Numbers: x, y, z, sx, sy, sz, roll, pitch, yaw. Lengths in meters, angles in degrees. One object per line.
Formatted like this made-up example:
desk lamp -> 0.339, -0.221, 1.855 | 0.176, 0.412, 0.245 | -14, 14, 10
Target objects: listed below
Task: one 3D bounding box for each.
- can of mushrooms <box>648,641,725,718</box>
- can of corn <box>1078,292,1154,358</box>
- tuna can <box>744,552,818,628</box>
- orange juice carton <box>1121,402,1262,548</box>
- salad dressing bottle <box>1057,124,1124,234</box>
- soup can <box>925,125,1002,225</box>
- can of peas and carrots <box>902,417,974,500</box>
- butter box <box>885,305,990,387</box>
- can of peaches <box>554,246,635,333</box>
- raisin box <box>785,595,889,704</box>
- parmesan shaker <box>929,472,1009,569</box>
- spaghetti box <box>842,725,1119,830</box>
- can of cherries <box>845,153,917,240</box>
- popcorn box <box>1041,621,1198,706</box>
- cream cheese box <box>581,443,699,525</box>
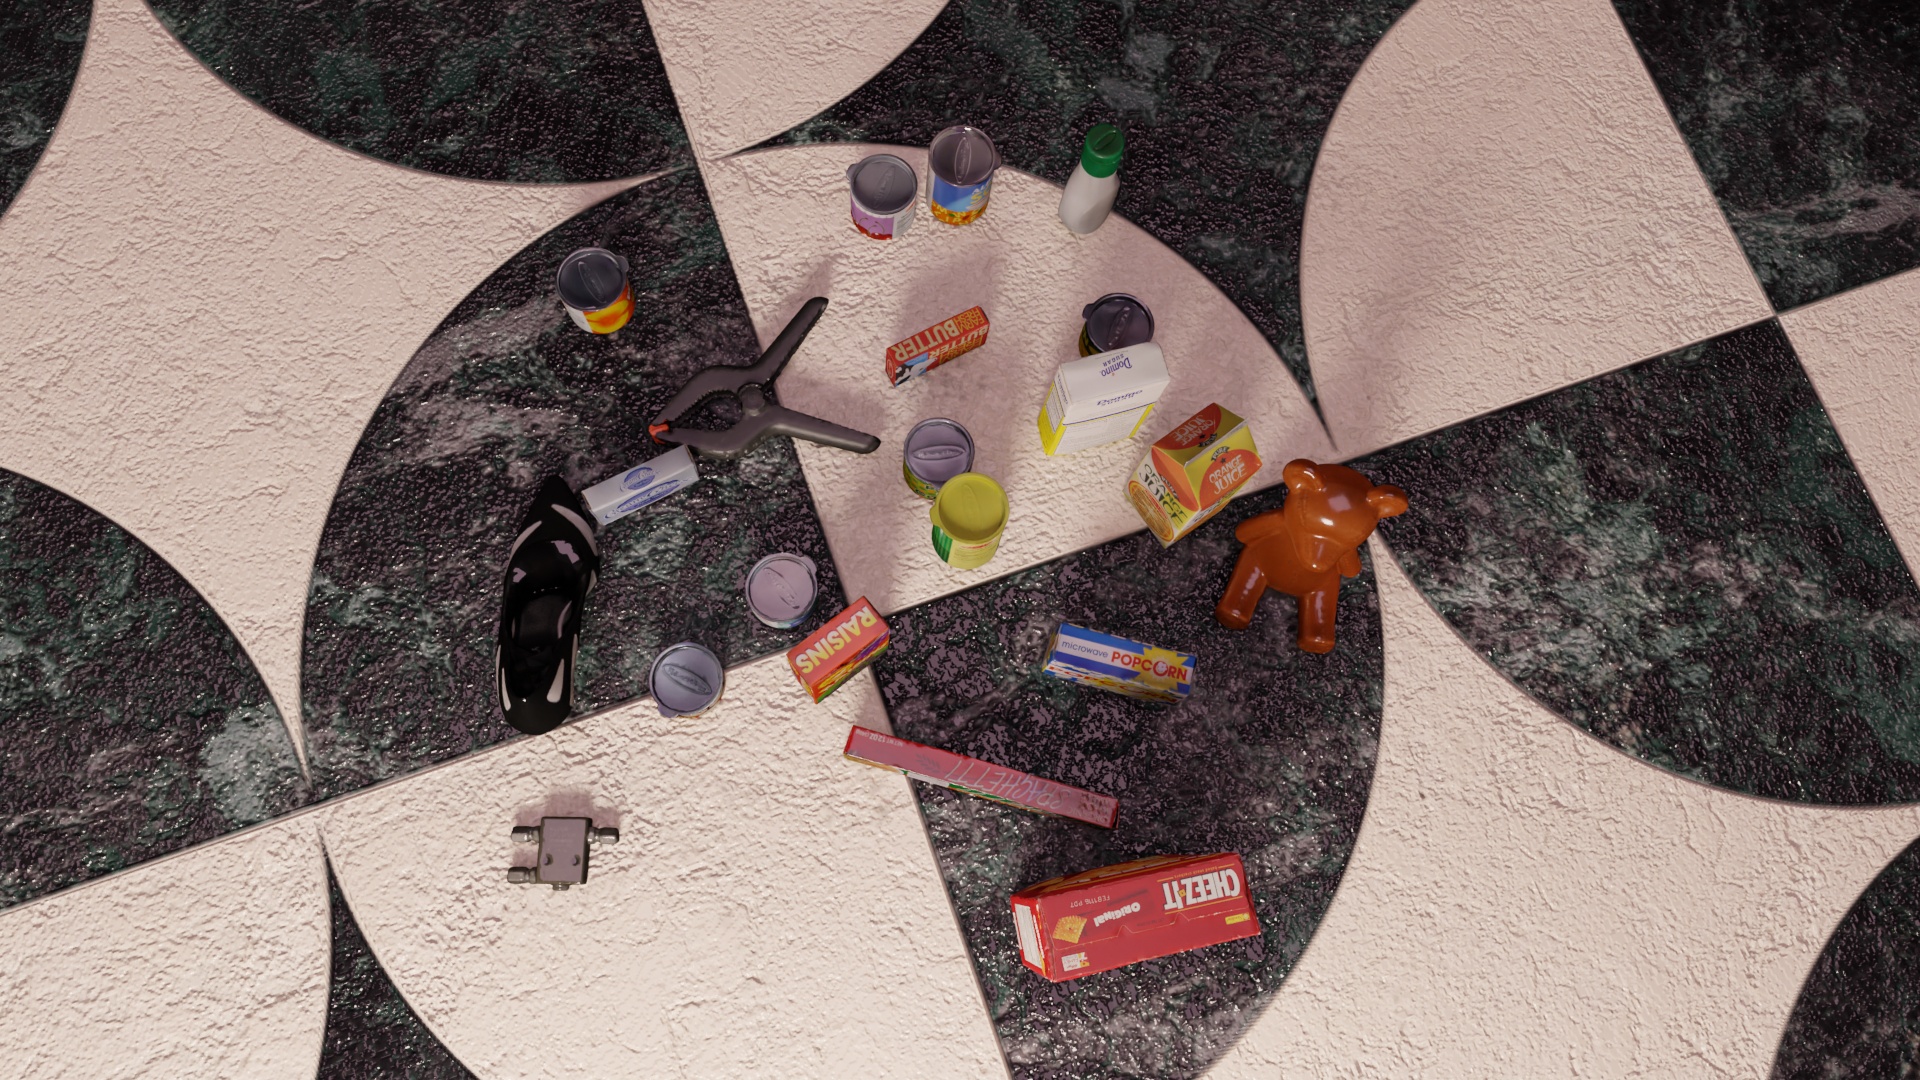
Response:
can of mushrooms -> -0.247, 0.129, 1.252 | 0.071, 0.033, 0.071 | 1, 75, -4
can of corn -> 0.148, -0.200, 1.352 | 0.071, 0.058, 0.071 | 1, 76, -4
tuna can -> -0.162, 0.045, 1.280 | 0.071, 0.032, 0.071 | 1, 75, -4
orange juice carton -> 0.209, -0.061, 1.250 | 0.072, 0.192, 0.073 | -34, 80, -11
salad dressing bottle -> 0.129, -0.349, 1.343 | 0.064, 0.147, 0.044 | -41, 82, -12
soup can -> 0.002, -0.358, 1.370 | 0.071, 0.083, 0.071 | 1, 76, -4
can of peas and carrots -> -0.021, -0.073, 1.307 | 0.071, 0.058, 0.071 | 1, 76, -4
butter box -> -0.023, -0.187, 1.340 | 0.104, 0.053, 0.024 | -27, 79, -10
can of peaches -> -0.346, -0.239, 1.329 | 0.071, 0.058, 0.071 | 1, 76, -4
raisin box -> -0.107, 0.099, 1.223 | 0.086, 0.123, 0.040 | -36, 81, -11
parmesan shaker -> 0.005, -0.016, 1.271 | 0.071, 0.103, 0.071 | 1, 76, -4
spaghetti box -> 0.019, 0.213, 1.239 | 0.250, 0.050, 0.029 | 15, 75, 0
can of cherries -> -0.079, -0.340, 1.373 | 0.071, 0.058, 0.071 | 1, 76, -4
popcorn box -> 0.142, 0.113, 1.256 | 0.127, 0.085, 0.038 | 15, 75, 0
cream cheese box -> -0.294, -0.051, 1.285 | 0.104, 0.053, 0.024 | -26, 79, -10
